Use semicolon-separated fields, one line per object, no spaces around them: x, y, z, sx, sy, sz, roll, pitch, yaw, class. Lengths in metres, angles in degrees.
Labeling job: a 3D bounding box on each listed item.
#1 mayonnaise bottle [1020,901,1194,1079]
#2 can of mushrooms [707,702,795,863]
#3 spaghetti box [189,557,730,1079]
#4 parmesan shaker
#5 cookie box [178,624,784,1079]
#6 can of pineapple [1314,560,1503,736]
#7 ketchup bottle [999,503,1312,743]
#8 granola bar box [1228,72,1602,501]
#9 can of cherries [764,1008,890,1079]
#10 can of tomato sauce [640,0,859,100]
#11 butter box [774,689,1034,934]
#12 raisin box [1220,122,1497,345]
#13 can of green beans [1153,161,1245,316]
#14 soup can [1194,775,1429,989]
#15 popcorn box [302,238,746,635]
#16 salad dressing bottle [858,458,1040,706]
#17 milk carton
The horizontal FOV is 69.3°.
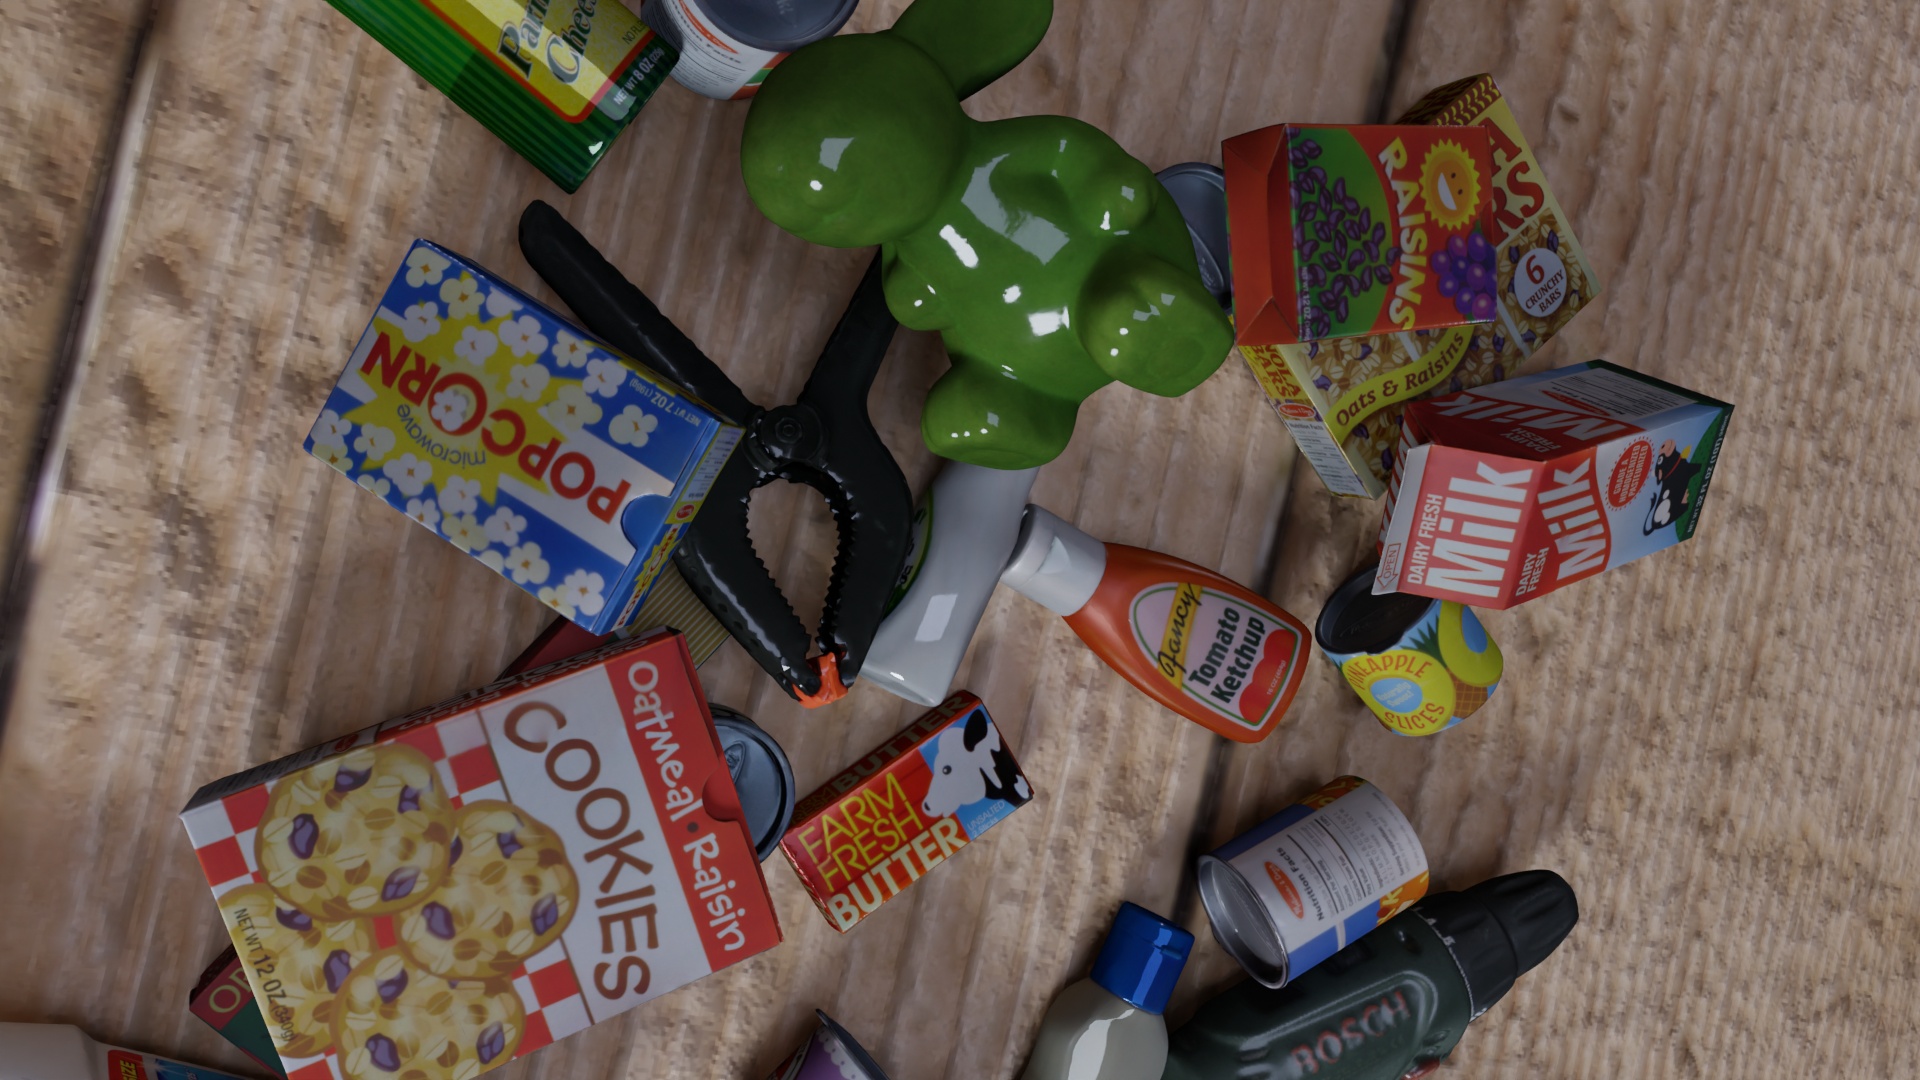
0.058;0.236;0.617;0.065;0.041;0.148;29;82;-22;mayonnaise bottle
-0.103;0.097;0.548;0.071;0.033;0.071;-2;95;-21;can of mushrooms
-0.175;0.090;0.522;0.250;0.028;0.050;-47;107;-12;spaghetti box
-0.158;-0.183;0.489;0.103;0.071;0.071;38;81;-20;parmesan shaker
-0.161;0.115;0.488;0.168;0.040;0.122;-20;100;-17;cookie box
0.209;0.050;0.647;0.071;0.071;0.057;-45;108;-12;can of pineapple
0.082;0.033;0.610;0.149;0.043;0.065;28;84;-20;ketchup bottle
0.208;-0.118;0.650;0.166;0.039;0.124;-40;108;-14;granola bar box
-0.055;0.236;0.561;0.058;0.071;0.071;-42;107;-12;can of cherries
-0.077;-0.204;0.509;0.071;0.083;0.071;-2;95;-21;can of tomato sauce
-0.024;0.113;0.584;0.104;0.024;0.053;-33;105;-16;butter box
0.169;-0.128;0.579;0.124;0.040;0.086;-10;98;-32;raisin box
0.086;-0.123;0.592;0.071;0.058;0.071;-2;95;-21;can of green beans
0.160;0.156;0.640;0.084;0.071;0.071;-24;102;-19;soup can
-0.151;-0.036;0.483;0.127;0.038;0.085;31;93;6;popcorn box
0.002;-0.007;0.569;0.044;0.064;0.148;28;75;-11;salad dressing bottle
0.256;-0.026;0.627;0.191;0.073;0.072;-13;121;-33;milk carton
